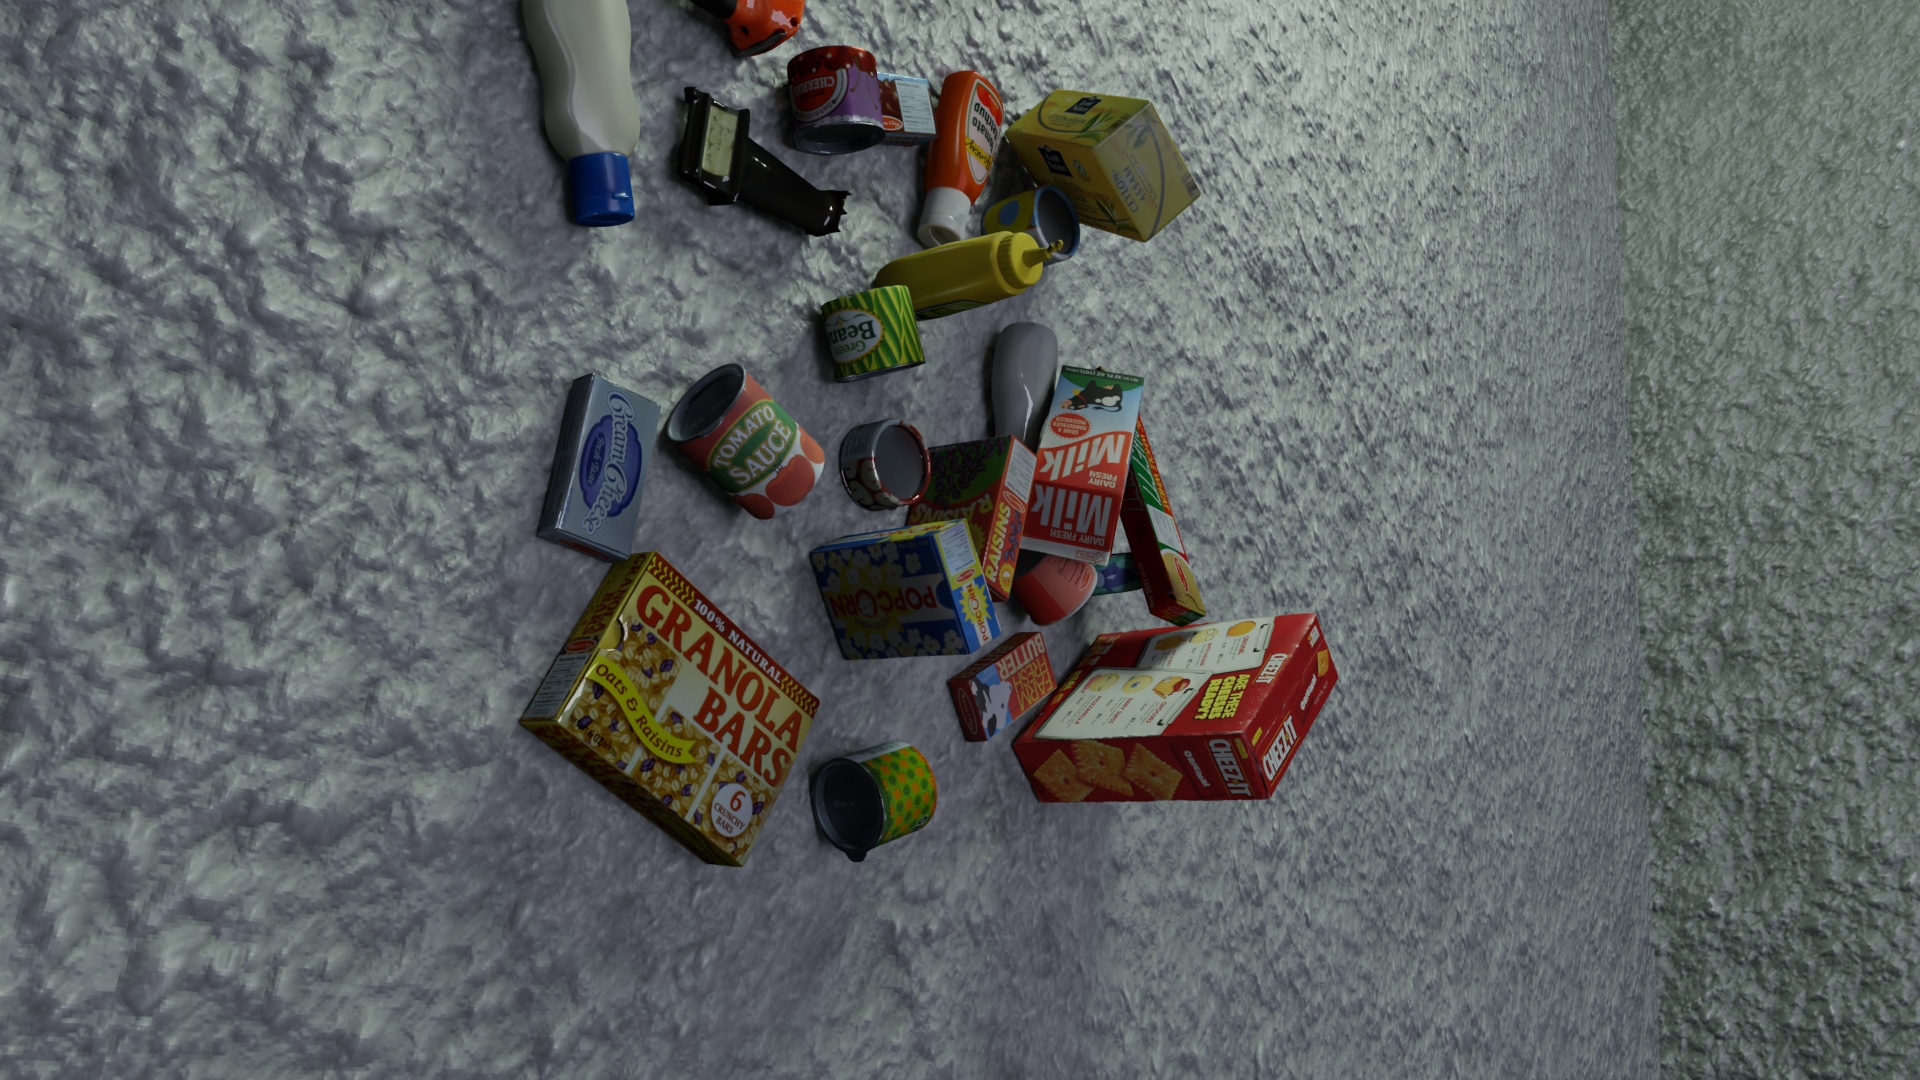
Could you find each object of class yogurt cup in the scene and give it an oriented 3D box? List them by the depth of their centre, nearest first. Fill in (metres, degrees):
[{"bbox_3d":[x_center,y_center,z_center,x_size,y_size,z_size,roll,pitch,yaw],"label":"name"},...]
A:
[{"bbox_3d":[0.070,0.029,1.135,0.054,0.072,0.073,47,50,-23],"label":"yogurt cup"}]

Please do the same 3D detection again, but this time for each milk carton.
[{"bbox_3d":[0.098,-0.052,1.114,0.192,0.072,0.073,-71,169,-45],"label":"milk carton"}]

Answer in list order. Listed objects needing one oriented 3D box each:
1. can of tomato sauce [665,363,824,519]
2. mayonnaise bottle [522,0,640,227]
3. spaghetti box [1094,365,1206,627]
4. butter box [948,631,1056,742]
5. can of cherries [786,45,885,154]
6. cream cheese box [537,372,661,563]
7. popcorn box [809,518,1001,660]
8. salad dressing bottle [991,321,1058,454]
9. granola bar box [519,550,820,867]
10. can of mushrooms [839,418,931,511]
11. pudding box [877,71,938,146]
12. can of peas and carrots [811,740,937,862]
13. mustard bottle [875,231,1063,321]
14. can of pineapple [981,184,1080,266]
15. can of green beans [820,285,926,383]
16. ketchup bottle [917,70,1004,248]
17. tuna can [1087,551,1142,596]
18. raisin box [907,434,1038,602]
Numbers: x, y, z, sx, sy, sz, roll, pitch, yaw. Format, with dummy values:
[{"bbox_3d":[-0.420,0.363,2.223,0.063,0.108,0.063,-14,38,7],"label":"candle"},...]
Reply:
[{"bbox_3d":[-0.138,-0.062,0.900,0.083,0.071,0.071,46,51,-35],"label":"can of tomato sauce"},{"bbox_3d":[-0.229,-0.270,0.856,0.065,0.041,0.148,-7,90,-49],"label":"mayonnaise bottle"},{"bbox_3d":[0.156,-0.042,1.208,0.050,0.028,0.251,25,42,-45],"label":"spaghetti box"},{"bbox_3d":[0.035,0.115,1.107,0.104,0.024,0.053,-30,106,-48],"label":"butter box"},{"bbox_3d":[-0.092,-0.319,1.006,0.071,0.071,0.058,-4,86,-50],"label":"can of cherries"},{"bbox_3d":[-0.217,-0.044,0.838,0.053,0.024,0.104,27,63,-45],"label":"cream cheese box"},{"bbox_3d":[-0.039,0.036,0.954,0.038,0.126,0.085,-26,103,-45],"label":"popcorn box"},{"bbox_3d":[0.049,-0.106,1.153,0.064,0.044,0.148,29,63,-49],"label":"salad dressing bottle"},{"bbox_3d":[-0.170,0.105,0.853,0.165,0.039,0.125,48,49,-33],"label":"granola bar box"},{"bbox_3d":[-0.053,-0.054,1.028,0.071,0.033,0.071,14,72,-48],"label":"can of mushrooms"},{"bbox_3d":[-0.057,-0.336,1.080,0.084,0.030,0.049,-15,96,-50],"label":"pudding box"},{"bbox_3d":[-0.058,0.177,0.952,0.059,0.071,0.071,-9,90,-51],"label":"can of peas and carrots"},{"bbox_3d":[0.010,-0.198,1.032,0.065,0.160,0.049,-9,91,-49],"label":"mustard bottle"},{"bbox_3d":[0.061,-0.266,1.185,0.071,0.058,0.071,13,73,-48],"label":"can of pineapple"},{"bbox_3d":[-0.063,-0.149,1.008,0.071,0.071,0.057,-19,97,-50],"label":"can of green beans"},{"bbox_3d":[-0.003,-0.305,1.128,0.064,0.043,0.149,43,52,-50],"label":"ketchup bottle"},{"bbox_3d":[0.125,0.029,1.196,0.071,0.071,0.033,-7,90,-50],"label":"tuna can"},{"bbox_3d":[0.004,-0.013,1.046,0.040,0.086,0.124,40,54,-44],"label":"raisin box"}]
